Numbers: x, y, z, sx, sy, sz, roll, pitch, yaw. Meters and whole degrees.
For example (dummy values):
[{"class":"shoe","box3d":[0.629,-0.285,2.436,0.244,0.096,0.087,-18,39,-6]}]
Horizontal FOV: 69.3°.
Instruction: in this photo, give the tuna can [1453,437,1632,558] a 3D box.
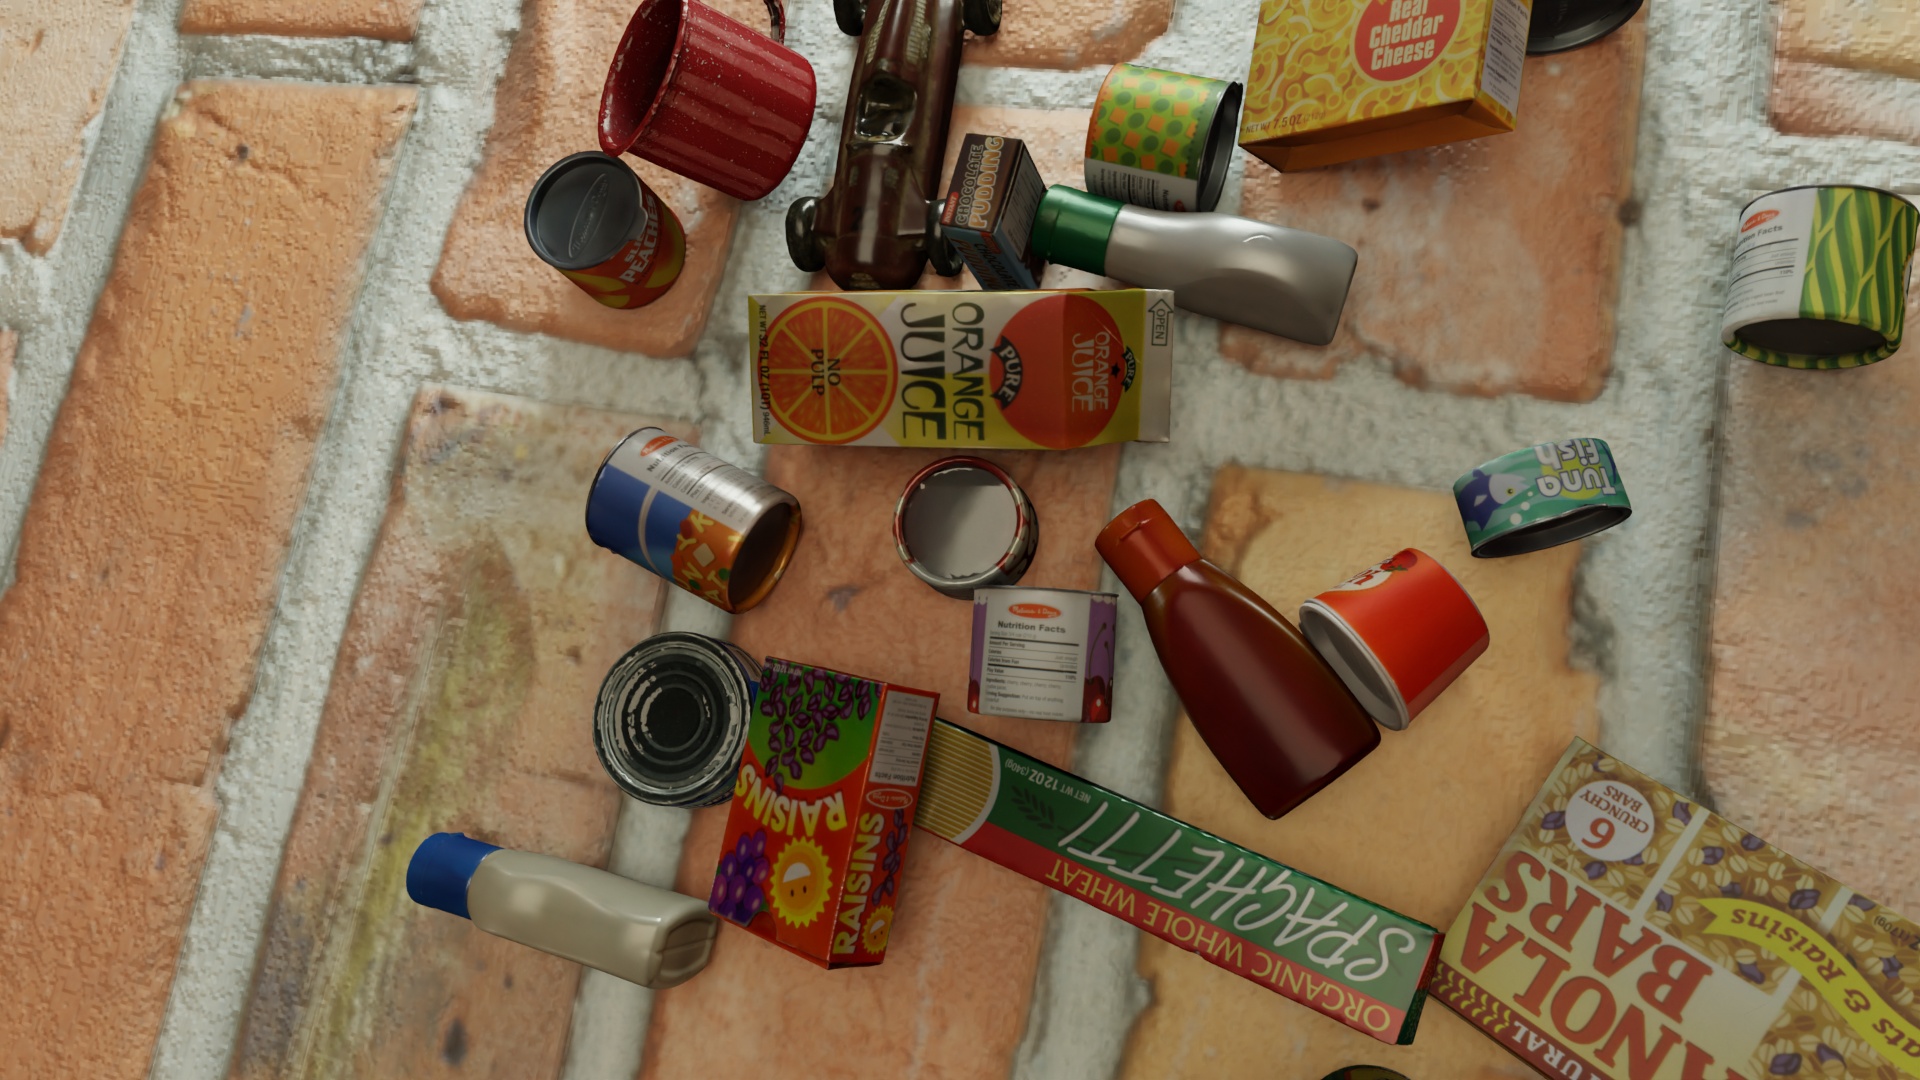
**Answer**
[{"class":"tuna can","box3d":[0.248,-0.018,0.592,0.071,0.071,0.033,-14,74,10]}]

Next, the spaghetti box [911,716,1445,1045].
[{"class":"spaghetti box","box3d":[0.078,0.141,0.601,0.250,0.028,0.050,19,84,26]}]

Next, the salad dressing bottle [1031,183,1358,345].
[{"class":"salad dressing bottle","box3d":[0.108,-0.132,0.652,0.148,0.064,0.044,18,79,13]}]

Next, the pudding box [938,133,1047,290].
[{"class":"pudding box","box3d":[0.020,-0.155,0.671,0.030,0.083,0.050,13,82,19]}]

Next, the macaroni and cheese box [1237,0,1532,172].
[{"class":"macaroni and cheese box","box3d":[0.200,-0.263,0.638,0.123,0.040,0.166,4,81,48]}]

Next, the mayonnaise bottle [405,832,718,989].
[{"class":"mayonnaise bottle","box3d":[-0.194,0.174,0.662,0.148,0.064,0.041,10,85,20]}]

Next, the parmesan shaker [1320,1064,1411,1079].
[{"class":"parmesan shaker","box3d":[0.160,0.243,0.538,0.071,0.103,0.071,-3,78,13]}]

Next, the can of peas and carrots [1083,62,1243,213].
[{"class":"can of peas and carrots","box3d":[0.098,-0.195,0.670,0.059,0.071,0.071,16,82,17]}]

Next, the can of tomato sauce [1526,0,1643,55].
[{"class":"can of tomato sauce","box3d":[0.274,-0.280,0.648,0.071,0.071,0.083,-7,76,12]}]

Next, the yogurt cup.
[{"class":"yogurt cup","box3d":[0.188,0.040,0.598,0.054,0.072,0.072,-35,72,-4]}]

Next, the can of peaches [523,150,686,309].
[{"class":"can of peaches","box3d":[-0.185,-0.162,0.735,0.071,0.058,0.071,-3,77,12]}]

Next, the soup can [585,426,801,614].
[{"class":"soup can","box3d":[-0.131,-0.008,0.686,0.084,0.071,0.071,26,85,17]}]

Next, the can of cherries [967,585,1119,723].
[{"class":"can of cherries","box3d":[0.038,0.051,0.630,0.071,0.071,0.058,2,85,14]}]

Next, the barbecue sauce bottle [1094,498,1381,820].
[{"class":"barbecue sauce bottle","box3d":[0.118,0.048,0.623,0.065,0.043,0.149,-39,71,7]}]

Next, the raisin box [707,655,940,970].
[{"class":"raisin box","box3d":[-0.063,0.121,0.632,0.086,0.040,0.123,7,83,42]}]

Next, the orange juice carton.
[{"class":"orange juice carton","box3d":[0.003,-0.082,0.654,0.193,0.073,0.071,2,101,14]}]

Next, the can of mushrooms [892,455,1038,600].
[{"class":"can of mushrooms","box3d":[0.002,-0.008,0.669,0.071,0.033,0.071,-3,78,14]}]

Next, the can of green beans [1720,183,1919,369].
[{"class":"can of green beans","box3d":[0.363,-0.110,0.588,0.071,0.071,0.058,11,82,16]}]

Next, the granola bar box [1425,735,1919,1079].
[{"class":"granola bar box","box3d":[0.282,0.172,0.534,0.166,0.039,0.124,32,87,36]}]
